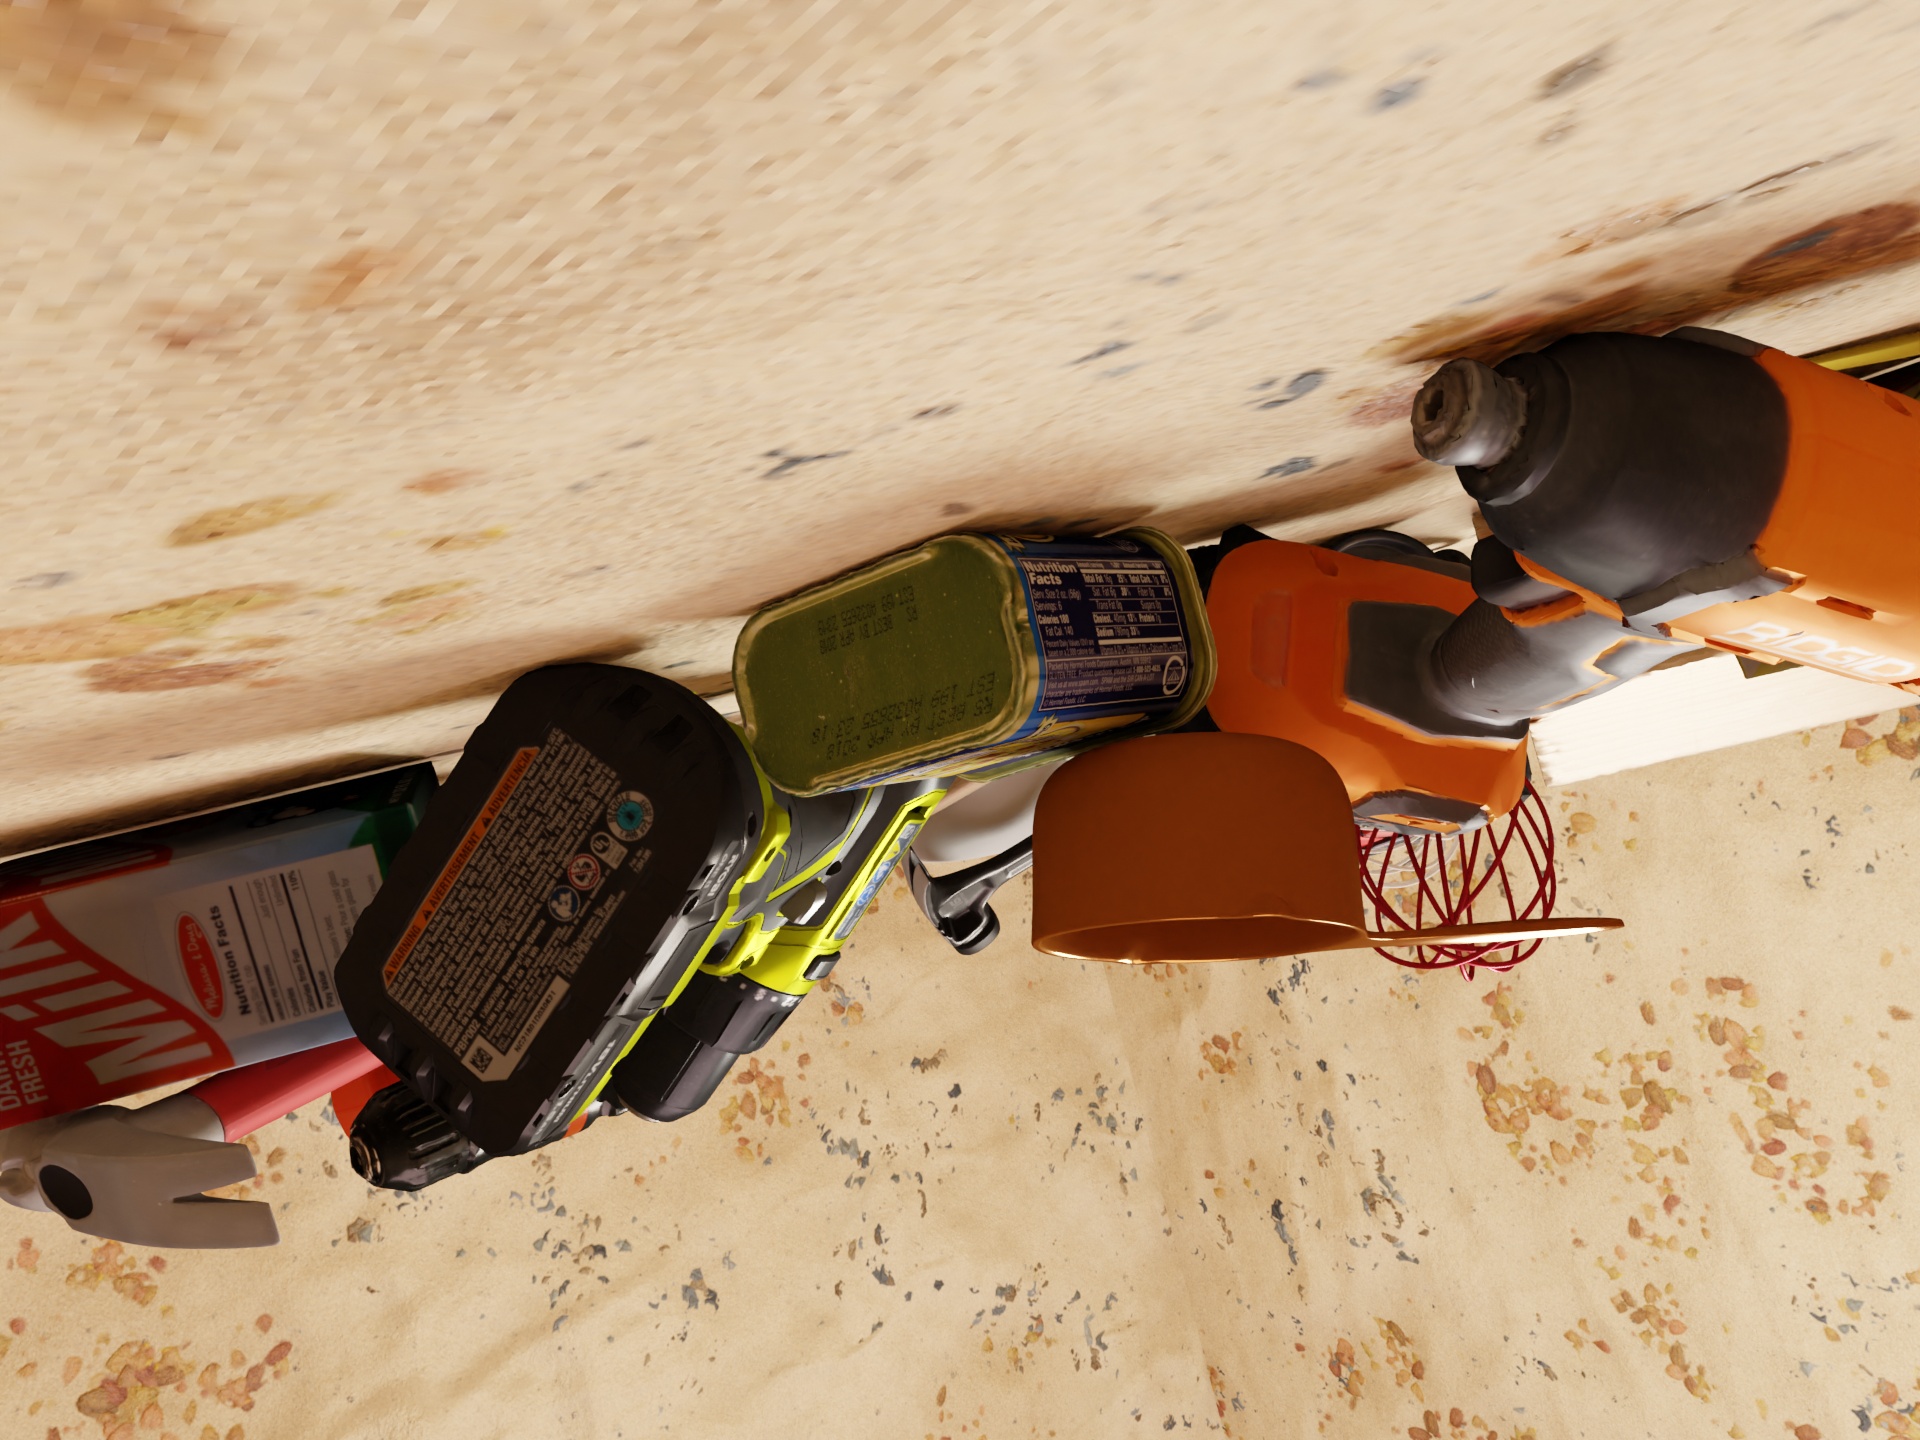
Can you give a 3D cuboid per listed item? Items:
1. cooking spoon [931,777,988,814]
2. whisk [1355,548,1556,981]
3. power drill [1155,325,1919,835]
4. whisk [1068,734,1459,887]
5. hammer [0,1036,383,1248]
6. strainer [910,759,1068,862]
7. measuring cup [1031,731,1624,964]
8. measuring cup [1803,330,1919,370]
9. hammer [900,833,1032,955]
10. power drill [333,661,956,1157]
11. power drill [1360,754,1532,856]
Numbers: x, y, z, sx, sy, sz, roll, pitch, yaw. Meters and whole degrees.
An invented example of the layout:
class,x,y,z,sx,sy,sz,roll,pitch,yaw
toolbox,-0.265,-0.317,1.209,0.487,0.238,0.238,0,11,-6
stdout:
class,x,y,z,sx,sy,sz,roll,pitch,yaw
cooking spoon,0.004,0.024,0.702,0.319,0.017,0.069,-32,-179,19
whisk,0.196,0.003,0.636,0.073,0.073,0.296,-16,-154,24
power drill,0.139,-0.031,0.419,0.164,0.084,0.226,12,164,-20
whisk,0.093,0.016,0.656,0.246,0.059,0.058,16,178,-7
hammer,-0.158,0.089,0.632,0.143,0.038,0.386,-6,-167,36
strainer,-0.032,0.044,0.917,0.211,0.095,0.340,-17,177,43
measuring cup,0.103,0.036,0.437,0.173,0.052,0.095,1,164,-14
measuring cup,0.246,-0.088,0.450,0.156,0.029,0.062,-13,177,5
hammer,0.122,0.017,0.887,0.337,0.034,0.127,-31,151,-2
power drill,-0.093,0.066,0.526,0.190,0.080,0.228,-56,165,6
power drill,0.165,0.029,0.811,0.226,0.080,0.188,1,158,-46
